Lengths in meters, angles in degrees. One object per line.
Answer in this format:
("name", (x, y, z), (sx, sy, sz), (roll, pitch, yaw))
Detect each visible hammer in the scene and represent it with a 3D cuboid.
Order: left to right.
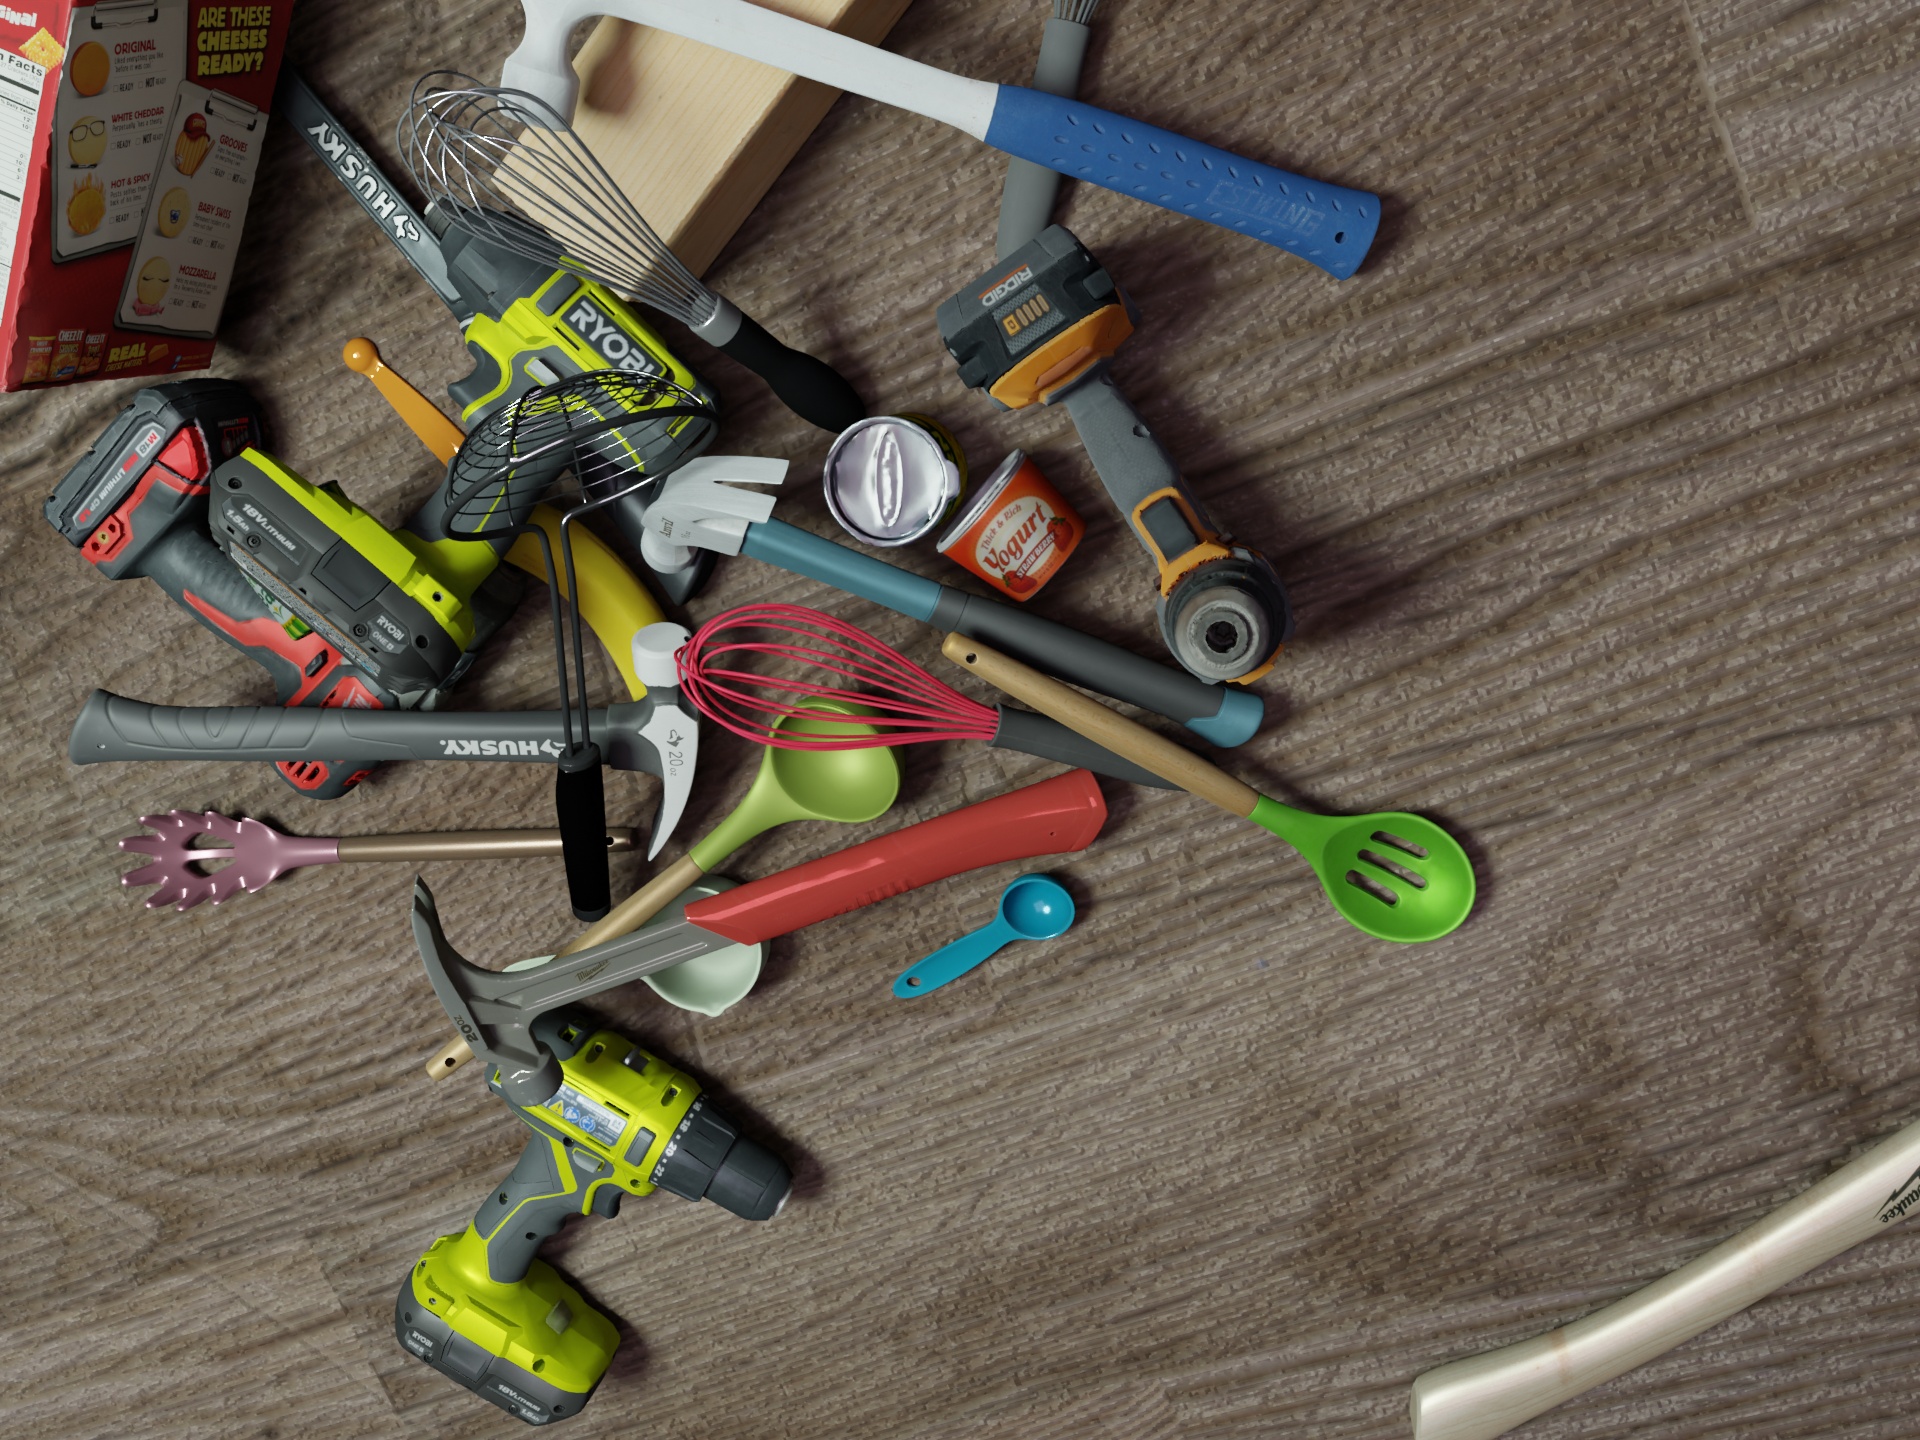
("hammer", (-0.308, 0.012, 0.863), (0.334, 0.035, 0.146), (0, 129, -4))
("hammer", (-0.274, -0.228, 0.862), (0.149, 0.036, 0.409), (-38, 94, 17))
("hammer", (-0.097, 0.089, 0.843), (0.359, 0.037, 0.149), (-19, 123, -4))
("hammer", (-0.001, -0.055, 0.814), (0.331, 0.128, 0.033), (20, 72, -9))
("hammer", (0.006, -0.288, 0.729), (0.405, 0.035, 0.144), (14, 114, -13))
("hammer", (0.430, 0.304, 0.862), (0.410, 0.038, 0.146), (-38, 96, 17))

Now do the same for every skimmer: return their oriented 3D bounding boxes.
("skimmer", (-0.176, -0.010, 0.772), (0.090, 0.127, 0.363), (43, 142, 34))

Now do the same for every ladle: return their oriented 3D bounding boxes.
("ladle", (-0.165, 0.097, 0.868), (0.320, 0.062, 0.078), (-38, 103, -1))

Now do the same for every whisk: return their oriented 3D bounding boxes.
("whisk", (-0.139, -0.207, 0.749), (0.070, 0.284, 0.070), (-16, 62, 33))
("whisk", (-0.001, -0.003, 0.819), (0.295, 0.073, 0.073), (13, 106, -15))
("whisk", (0.052, -0.337, 0.772), (0.055, 0.055, 0.239), (15, 109, 6))

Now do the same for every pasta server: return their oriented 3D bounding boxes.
("pasta server", (-0.346, 0.077, 0.947), (0.316, 0.040, 0.060), (-3, 92, 10))

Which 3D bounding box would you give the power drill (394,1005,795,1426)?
("power drill", (-0.223, 0.303, 0.959), (0.190, 0.080, 0.228), (30, 104, 2))

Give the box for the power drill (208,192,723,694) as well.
("power drill", (-0.250, -0.139, 0.784), (0.171, 0.080, 0.223), (43, 70, -13))

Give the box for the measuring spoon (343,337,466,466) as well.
("measuring spoon", (-0.304, -0.170, 0.892), (0.021, 0.011, 0.117), (-43, 93, 17))

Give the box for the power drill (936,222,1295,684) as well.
("power drill", (0.081, -0.116, 0.749), (0.084, 0.185, 0.226), (-32, 93, 14))

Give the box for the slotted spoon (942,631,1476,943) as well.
("slotted spoon", (0.130, 0.030, 0.820), (0.313, 0.031, 0.070), (27, 105, -12))

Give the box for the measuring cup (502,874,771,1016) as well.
("measuring cup", (-0.190, 0.135, 0.933), (0.167, 0.038, 0.083), (-11, 101, 15))

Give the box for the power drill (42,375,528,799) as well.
("power drill", (-0.370, -0.087, 0.893), (0.188, 0.080, 0.226), (-40, 97, 16))

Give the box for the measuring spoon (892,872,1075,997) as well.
("measuring spoon", (0.011, 0.122, 0.907), (0.128, 0.021, 0.042), (-34, 111, 25))
